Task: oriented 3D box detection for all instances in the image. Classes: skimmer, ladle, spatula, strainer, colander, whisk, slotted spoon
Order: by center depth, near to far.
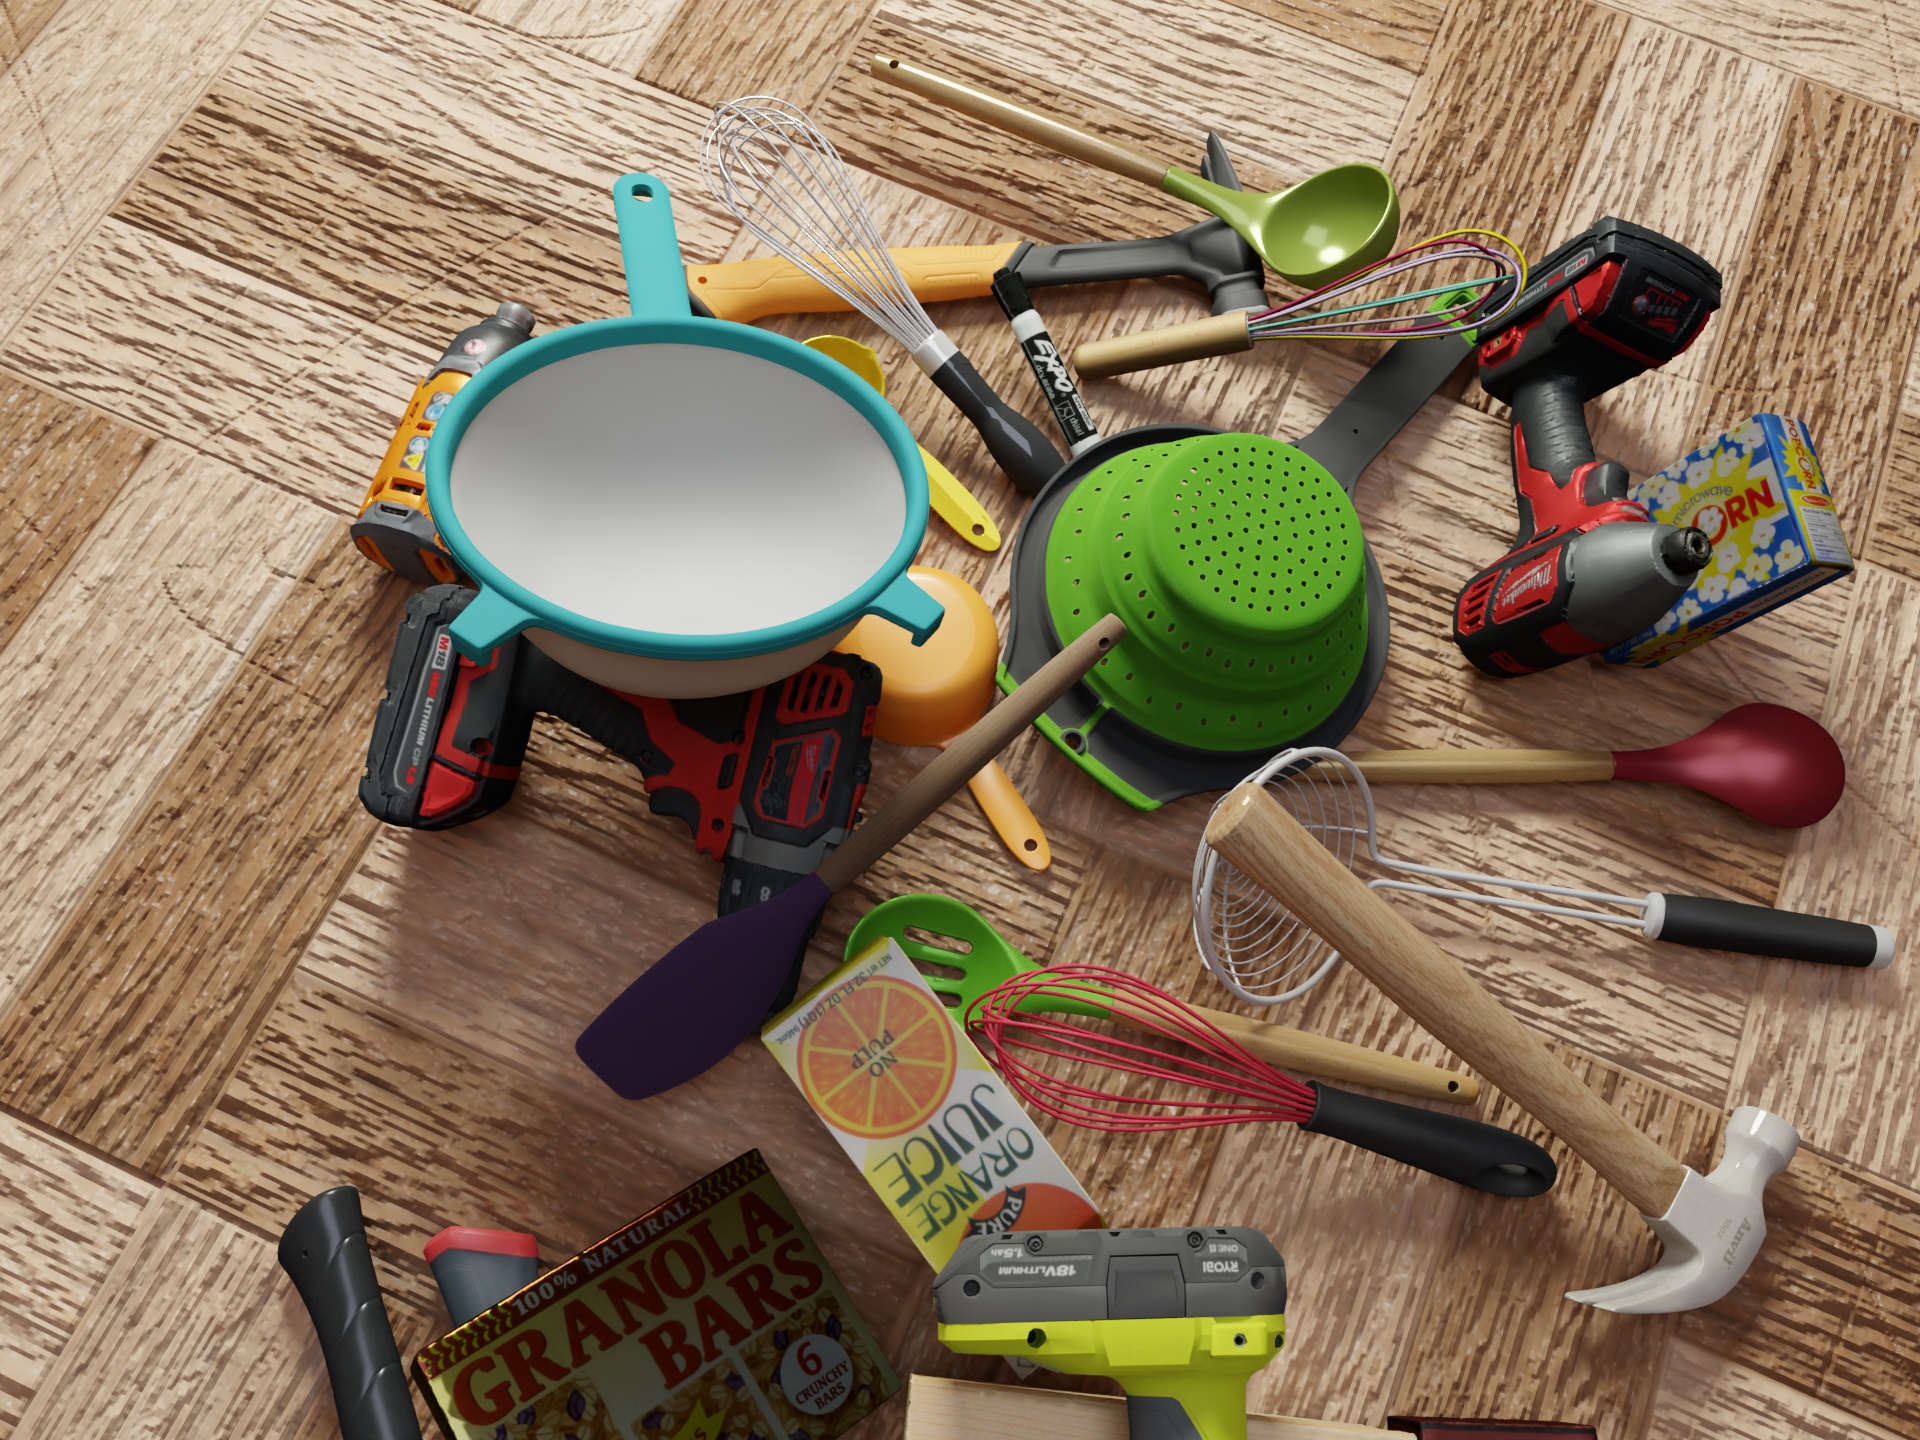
[{"bbox_3d":[-0.042,0.059,0.731,0.316,0.018,0.059,-42,115,-6],"label":"spatula"},{"bbox_3d":[0.142,0.172,0.733,0.295,0.073,0.073,18,69,-9],"label":"whisk"},{"bbox_3d":[-0.137,-0.128,0.746,0.211,0.095,0.341,-3,50,-15],"label":"strainer"},{"bbox_3d":[0.287,0.094,0.767,0.363,0.090,0.127,8,97,-2],"label":"skimmer"},{"bbox_3d":[0.097,0.146,0.771,0.313,0.031,0.070,13,79,0],"label":"slotted spoon"},{"bbox_3d":[0.185,-0.129,0.828,0.204,0.094,0.397,42,67,5],"label":"colander"},{"bbox_3d":[0.313,0.023,0.831,0.315,0.031,0.069,0,70,-2],"label":"ladle"},{"bbox_3d":[-0.035,-0.223,0.862,0.070,0.070,0.284,-44,95,-17],"label":"whisk"},{"bbox_3d":[0.179,-0.220,0.863,0.245,0.047,0.051,-7,26,23],"label":"whisk"},{"bbox_3d":[0.093,-0.324,0.899,0.320,0.062,0.078,24,77,8],"label":"ladle"}]

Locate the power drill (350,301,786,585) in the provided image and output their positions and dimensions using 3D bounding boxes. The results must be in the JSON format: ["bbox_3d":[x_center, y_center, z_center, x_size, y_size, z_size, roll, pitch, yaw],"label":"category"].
[{"bbox_3d":[-0.185,-0.135,0.837,0.226,0.084,0.164,13,68,6],"label":"power drill"}]

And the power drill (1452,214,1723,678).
[{"bbox_3d":[0.328,-0.138,0.825,0.078,0.143,0.220,18,70,-19],"label":"power drill"}]

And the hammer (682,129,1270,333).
[{"bbox_3d":[0.005,-0.267,0.921,0.337,0.034,0.127,-7,70,-6],"label":"hammer"}]

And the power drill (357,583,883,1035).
[{"bbox_3d":[-0.161,0.038,0.763,0.226,0.080,0.188,13,88,1],"label":"power drill"}]

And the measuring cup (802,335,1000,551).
[{"bbox_3d":[-0.037,-0.147,0.882,0.156,0.029,0.062,46,71,1],"label":"measuring cup"}]

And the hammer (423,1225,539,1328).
[{"bbox_3d":[-0.144,0.394,0.655,0.143,0.038,0.386,-28,73,-11],"label":"hammer"}]

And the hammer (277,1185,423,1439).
[{"bbox_3d":[-0.203,0.384,0.634,0.149,0.036,0.409,-35,66,20],"label":"hammer"}]

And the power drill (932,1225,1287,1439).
[{"bbox_3d":[0.045,0.308,0.583,0.190,0.080,0.229,0,70,-3],"label":"power drill"}]

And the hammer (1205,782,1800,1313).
[{"bbox_3d":[0.239,0.147,0.722,0.331,0.031,0.130,40,70,-8],"label":"hammer"}]

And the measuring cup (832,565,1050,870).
[{"bbox_3d":[-0.001,-0.003,0.807,0.095,0.052,0.174,-29,71,-13],"label":"measuring cup"}]
